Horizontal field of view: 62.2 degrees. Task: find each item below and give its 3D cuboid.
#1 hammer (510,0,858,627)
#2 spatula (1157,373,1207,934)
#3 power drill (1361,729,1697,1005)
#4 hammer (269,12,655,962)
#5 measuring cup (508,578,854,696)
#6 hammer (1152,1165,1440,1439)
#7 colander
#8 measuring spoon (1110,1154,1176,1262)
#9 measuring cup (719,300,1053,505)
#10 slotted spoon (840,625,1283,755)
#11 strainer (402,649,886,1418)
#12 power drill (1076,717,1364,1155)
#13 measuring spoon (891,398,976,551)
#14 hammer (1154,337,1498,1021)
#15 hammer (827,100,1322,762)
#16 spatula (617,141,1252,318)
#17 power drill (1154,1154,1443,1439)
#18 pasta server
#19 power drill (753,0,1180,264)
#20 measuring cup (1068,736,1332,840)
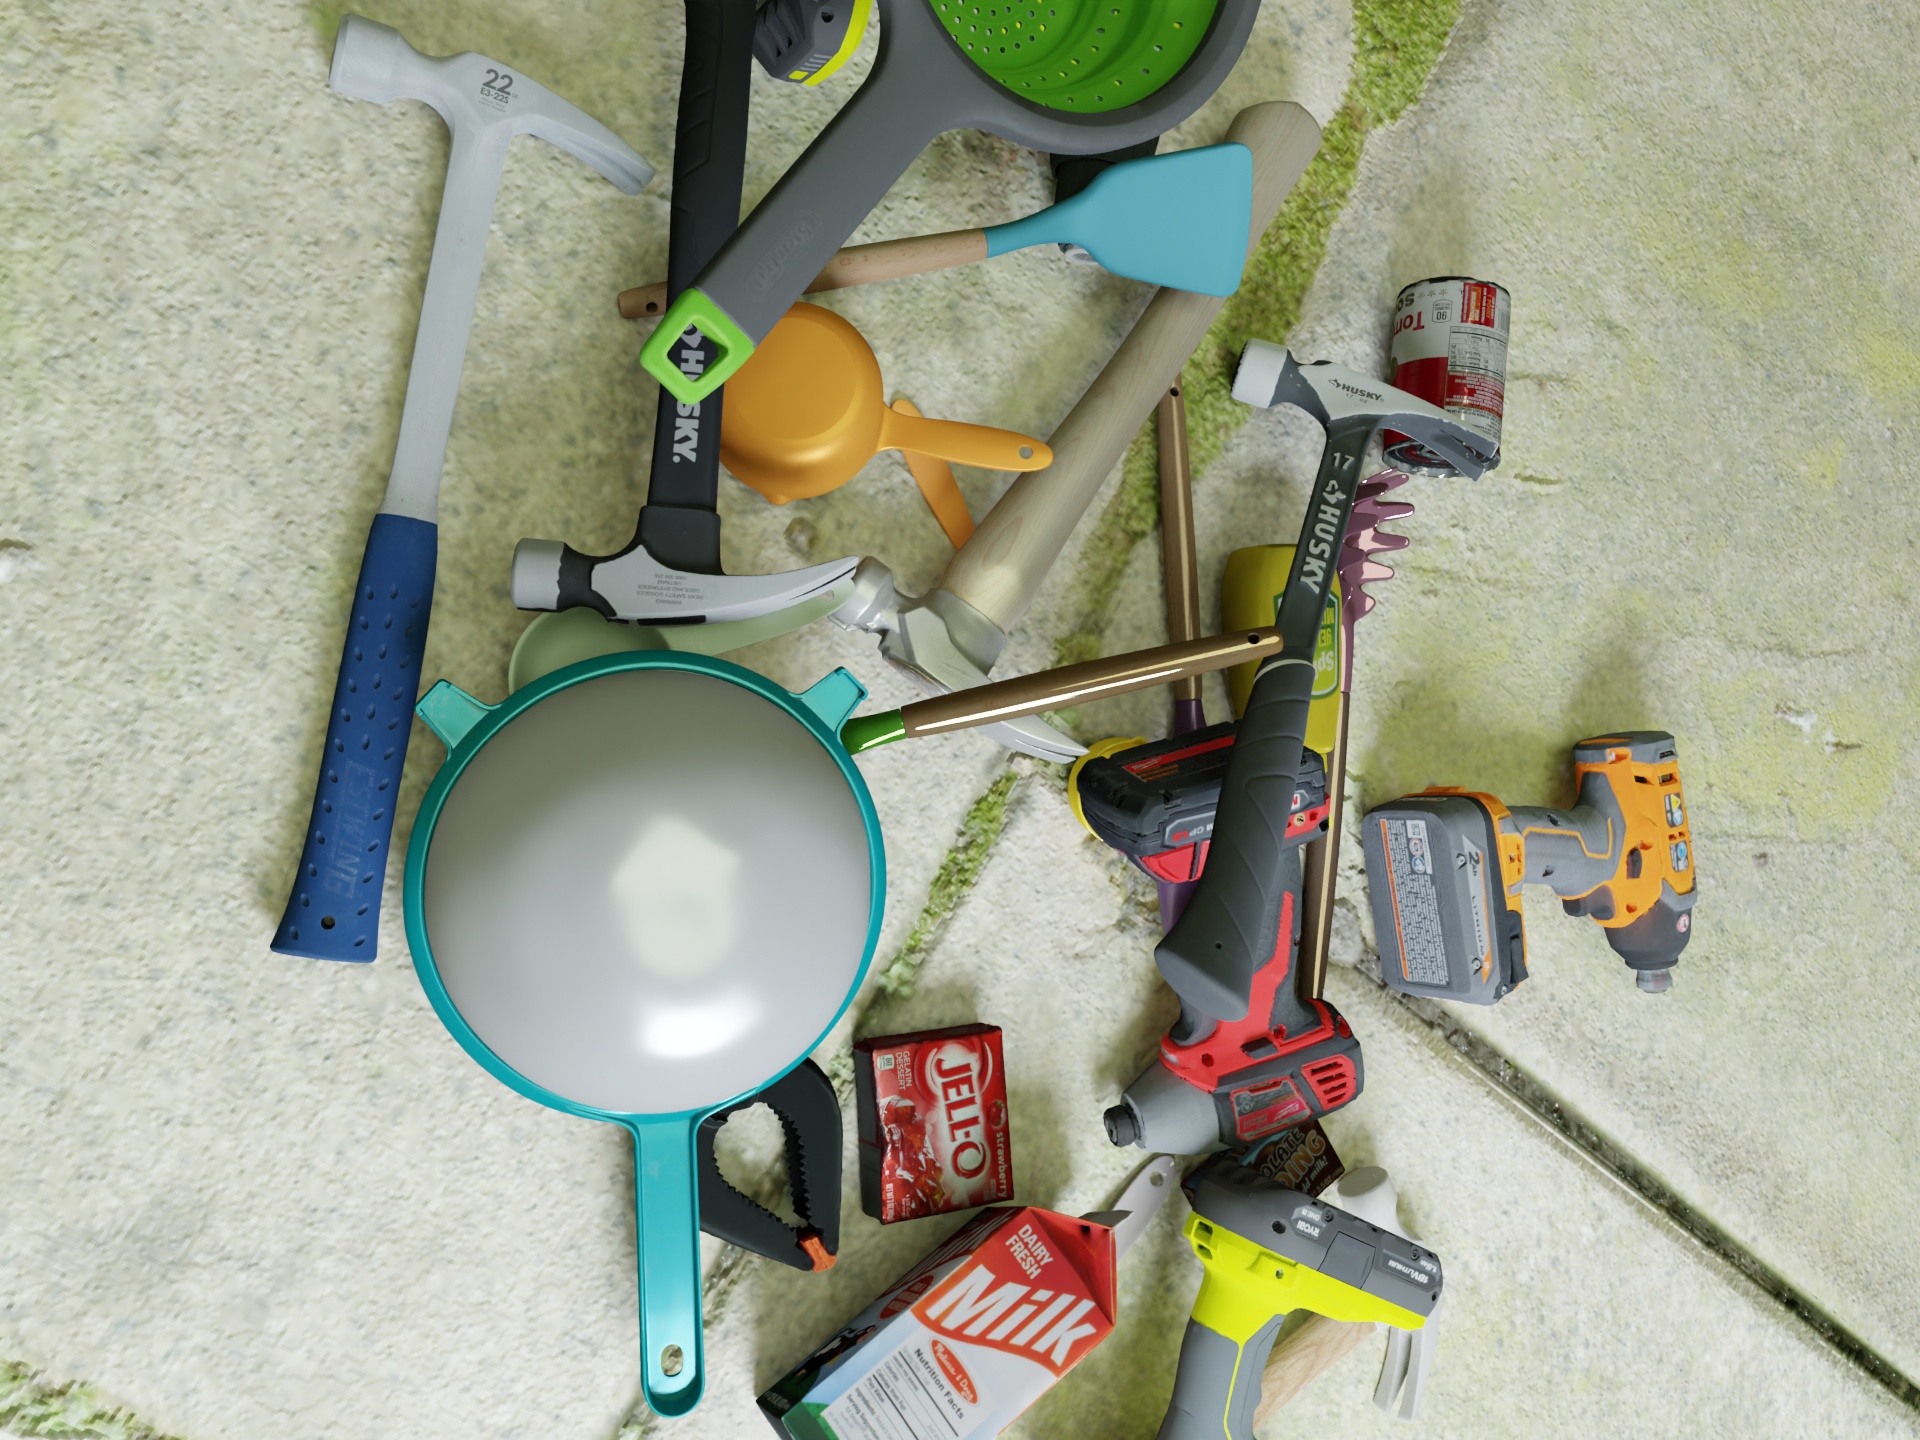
[{"bbox_3d":[-0.111,-0.206,0.714,0.146,0.035,0.335,4,82,-7],"label":"hammer"},{"bbox_3d":[0.127,-0.037,0.884,0.059,0.018,0.316,-4,90,-17],"label":"spatula"},{"bbox_3d":[0.355,0.102,0.955,0.226,0.084,0.164,-10,92,-30],"label":"power drill"},{"bbox_3d":[-0.236,-0.098,0.702,0.144,0.035,0.405,11,82,-25],"label":"hammer"},{"bbox_3d":[-0.128,-0.032,0.740,0.167,0.038,0.083,-23,87,-20],"label":"measuring cup"},{"bbox_3d":[0.137,0.386,0.859,0.331,0.031,0.130,-29,99,-24],"label":"hammer"},{"bbox_3d":[-0.017,-0.297,0.712,0.204,0.094,0.397,43,79,-26],"label":"colander"},{"bbox_3d":[0.076,0.281,0.847,0.034,0.018,0.124,45,63,0],"label":"measuring spoon"},{"bbox_3d":[-0.038,-0.147,0.758,0.173,0.052,0.095,10,82,-2],"label":"measuring cup"},{"bbox_3d":[-0.001,-0.002,0.750,0.313,0.031,0.070,-13,71,0],"label":"slotted spoon"},{"bbox_3d":[-0.122,0.140,0.669,0.211,0.095,0.340,-2,93,-16],"label":"strainer"},{"bbox_3d":[0.131,0.122,0.827,0.143,0.079,0.219,-15,108,-15],"label":"power drill"},{"bbox_3d":[-0.005,-0.115,0.827,0.021,0.011,0.117,-32,101,-24],"label":"measuring spoon"},{"bbox_3d":[0.169,-0.035,0.789,0.149,0.036,0.409,18,55,5],"label":"hammer"},{"bbox_3d":[0.097,-0.172,0.847,0.146,0.038,0.411,36,71,-9],"label":"hammer"},{"bbox_3d":[-0.010,-0.229,0.785,0.317,0.044,0.082,-14,134,-14],"label":"spatula"},{"bbox_3d":[0.152,0.354,0.811,0.171,0.080,0.223,28,80,-21],"label":"power drill"},{"bbox_3d":[0.222,0.011,0.917,0.060,0.040,0.316,13,82,-57],"label":"pasta server"},{"bbox_3d":[0.012,-0.353,0.814,0.228,0.080,0.190,11,87,-27],"label":"power drill"},{"bbox_3d":[0.130,0.044,0.866,0.156,0.029,0.062,9,96,-20],"label":"measuring cup"}]
